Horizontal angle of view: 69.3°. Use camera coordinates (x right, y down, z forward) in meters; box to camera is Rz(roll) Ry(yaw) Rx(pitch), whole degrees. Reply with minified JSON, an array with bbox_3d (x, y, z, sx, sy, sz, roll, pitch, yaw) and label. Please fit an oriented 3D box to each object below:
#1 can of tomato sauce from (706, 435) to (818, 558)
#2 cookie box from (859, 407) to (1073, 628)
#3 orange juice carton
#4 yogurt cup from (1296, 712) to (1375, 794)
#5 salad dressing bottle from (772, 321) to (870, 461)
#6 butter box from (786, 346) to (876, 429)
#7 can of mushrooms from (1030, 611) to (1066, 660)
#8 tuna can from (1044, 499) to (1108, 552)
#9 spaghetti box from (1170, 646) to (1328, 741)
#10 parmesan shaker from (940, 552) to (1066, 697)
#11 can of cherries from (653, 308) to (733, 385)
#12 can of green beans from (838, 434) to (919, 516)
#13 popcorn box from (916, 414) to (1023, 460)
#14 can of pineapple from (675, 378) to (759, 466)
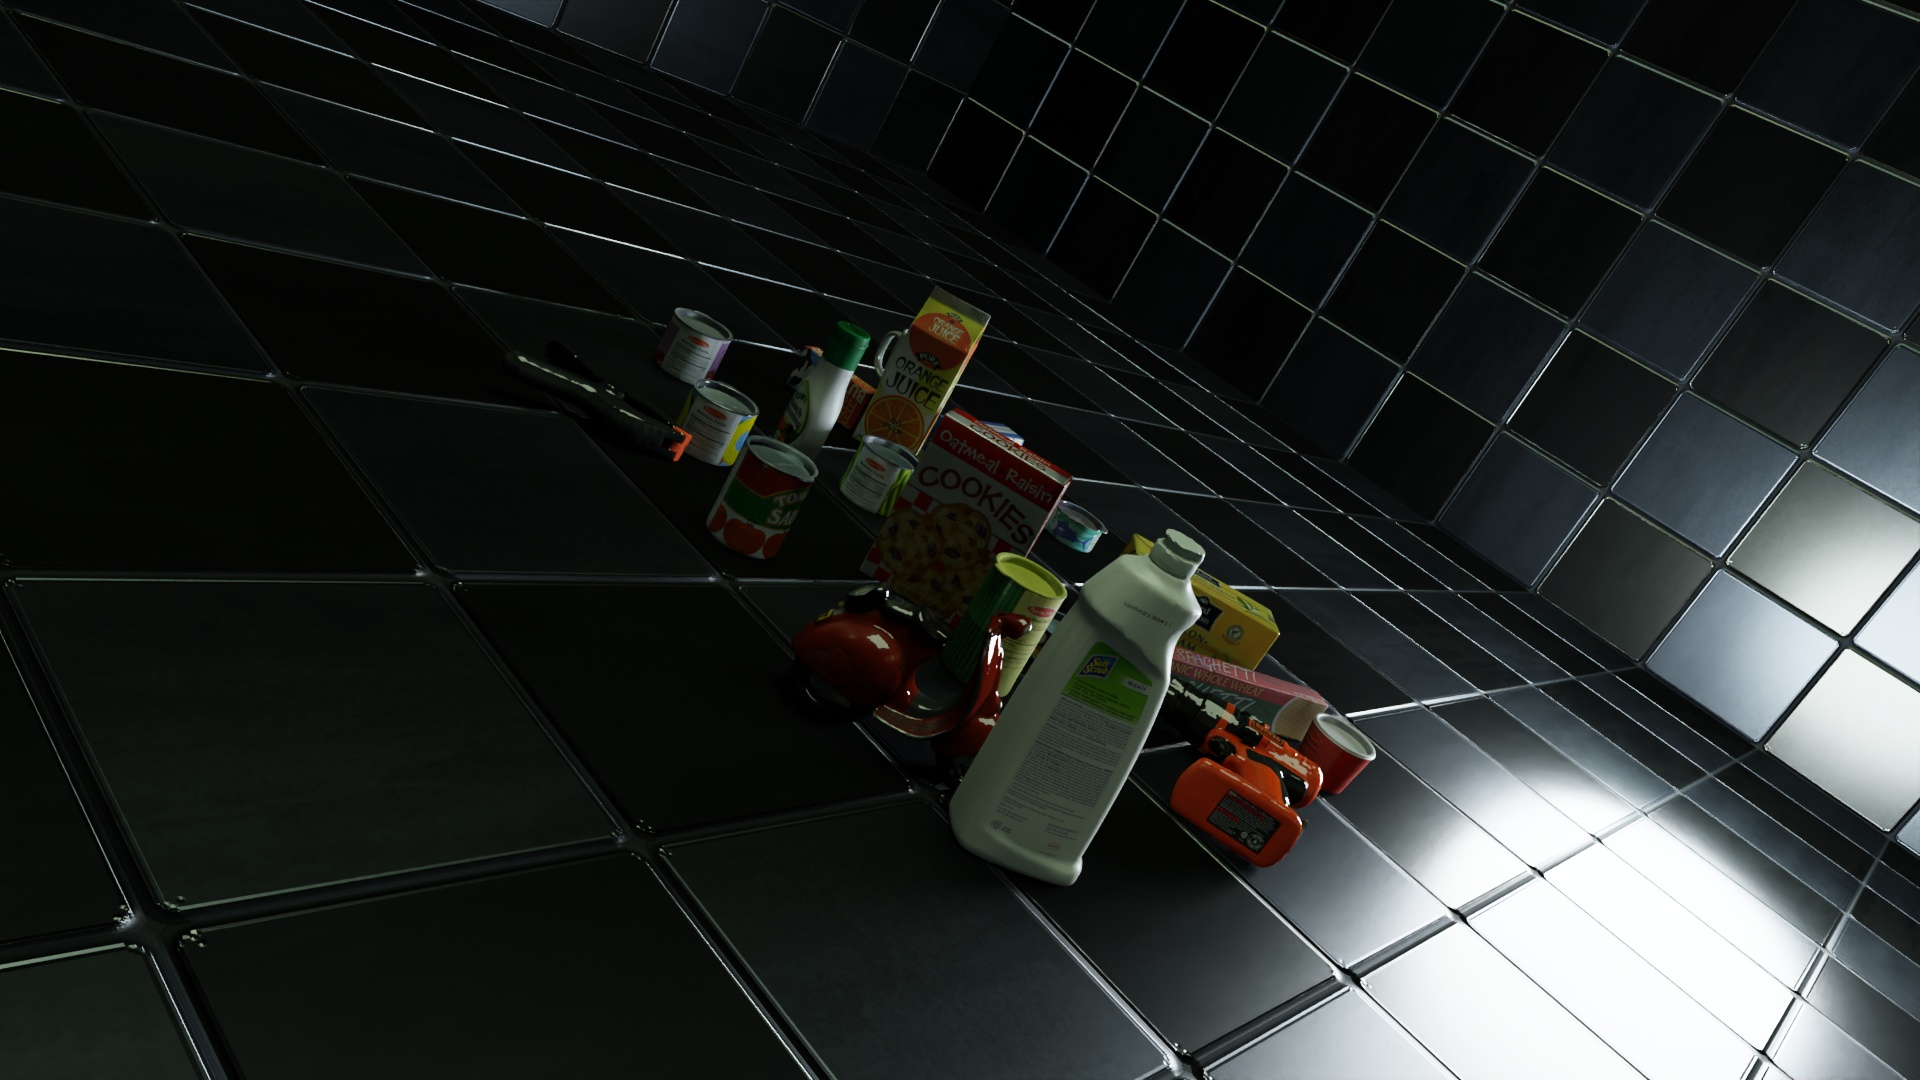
[{"bbox_3d":[-0.165,-0.035,1.165,0.071,0.082,0.071,26,19,-10],"label":"can of tomato sauce"},{"bbox_3d":[0.004,-0.015,1.231,0.123,0.167,0.040,31,18,4],"label":"cookie box"},{"bbox_3d":[-0.042,-0.185,1.558,0.072,0.192,0.073,30,18,0],"label":"orange juice carton"},{"bbox_3d":[0.359,0.209,1.349,0.072,0.053,0.072,26,19,-10],"label":"yogurt cup"},{"bbox_3d":[-0.139,-0.148,1.392,0.044,0.147,0.064,17,22,-33],"label":"salad dressing bottle"},{"bbox_3d":[-0.147,-0.175,1.595,0.103,0.053,0.024,37,20,20],"label":"butter box"},{"bbox_3d":[0.090,0.095,1.281,0.071,0.033,0.071,26,19,-10],"label":"can of mushrooms"},{"bbox_3d":[0.135,-0.016,1.627,0.071,0.032,0.071,26,19,-10],"label":"tuna can"},{"bbox_3d":[0.256,0.147,1.363,0.250,0.050,0.029,18,22,-30],"label":"spaghetti box"},{"bbox_3d":[0.033,0.070,1.154,0.071,0.102,0.071,26,19,-10],"label":"parmesan shaker"},{"bbox_3d":[-0.282,-0.204,1.466,0.071,0.058,0.072,26,19,-10],"label":"can of cherries"},{"bbox_3d":[-0.081,-0.065,1.403,0.071,0.057,0.071,26,19,-10],"label":"can of green beans"},{"bbox_3d":[0.006,-0.091,1.553,0.038,0.085,0.127,41,22,29],"label":"popcorn box"},{"bbox_3d":[-0.230,-0.111,1.304,0.071,0.057,0.071,26,19,-10],"label":"can of pineapple"}]
